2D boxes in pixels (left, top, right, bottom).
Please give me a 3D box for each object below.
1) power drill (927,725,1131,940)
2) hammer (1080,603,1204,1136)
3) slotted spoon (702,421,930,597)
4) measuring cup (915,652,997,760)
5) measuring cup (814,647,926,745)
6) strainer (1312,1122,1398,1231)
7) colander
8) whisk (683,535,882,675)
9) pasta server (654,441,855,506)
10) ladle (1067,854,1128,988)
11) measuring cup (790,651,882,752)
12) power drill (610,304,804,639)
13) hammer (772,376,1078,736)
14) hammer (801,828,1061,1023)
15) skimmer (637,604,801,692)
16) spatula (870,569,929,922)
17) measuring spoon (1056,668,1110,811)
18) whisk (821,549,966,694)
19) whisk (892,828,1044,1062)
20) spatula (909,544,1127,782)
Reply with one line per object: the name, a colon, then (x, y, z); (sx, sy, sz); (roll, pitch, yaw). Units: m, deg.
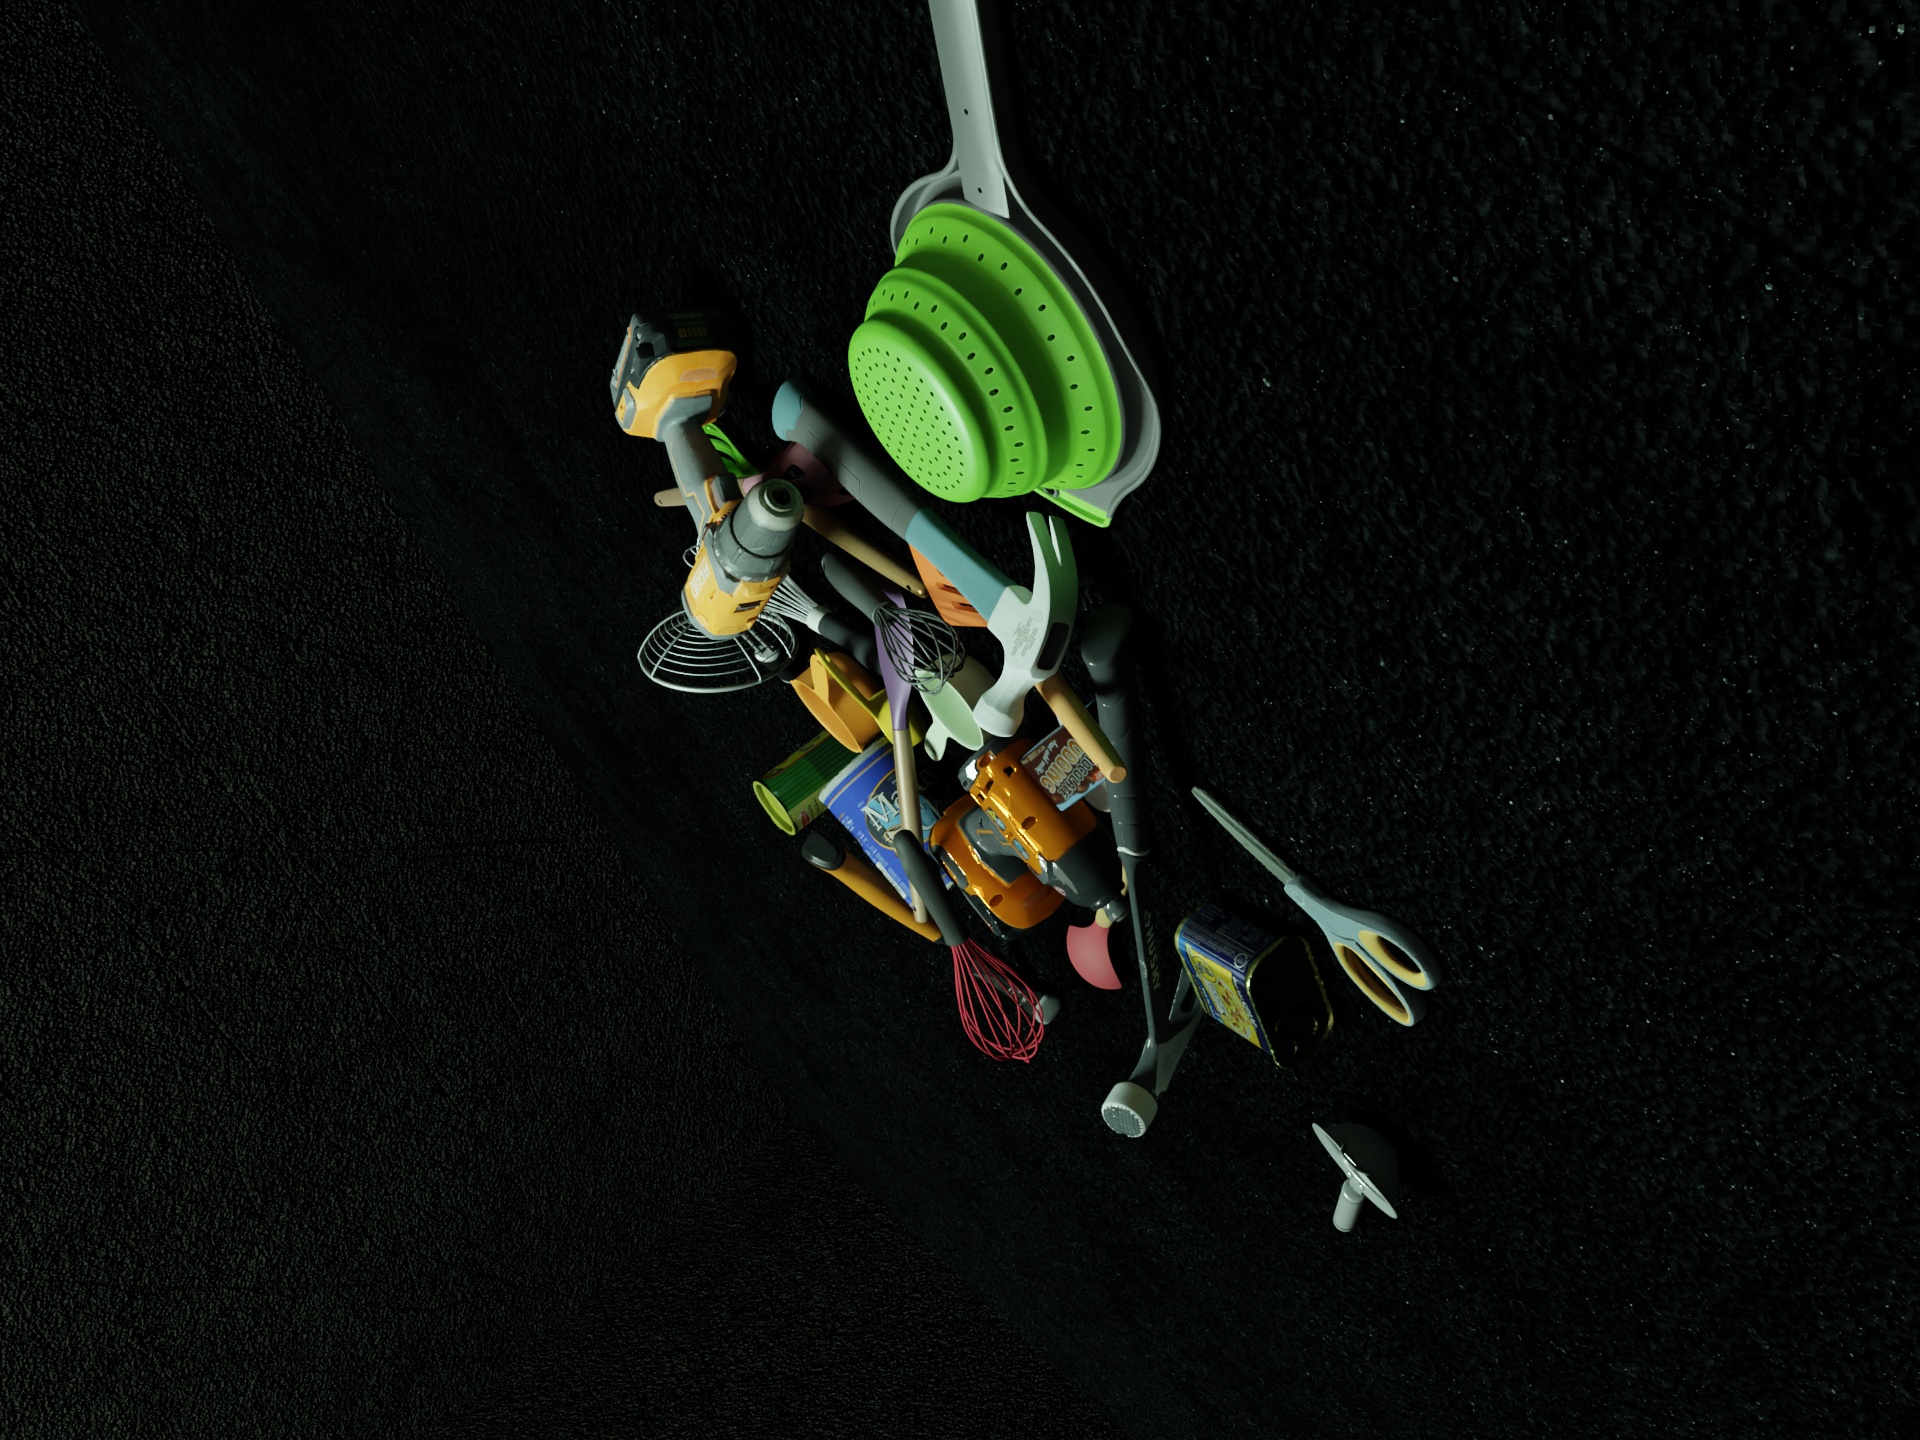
power drill: (0.056, 0.106, 1.257); (0.164, 0.084, 0.226); (50, 162, 7)
hammer: (0.125, 0.099, 1.093); (0.036, 0.149, 0.408); (12, 131, 29)
slotted spoon: (-0.131, -0.173, 1.284); (0.314, 0.031, 0.070); (36, 152, 33)
measuring cup: (-0.002, -0.004, 1.279); (0.083, 0.038, 0.167); (49, 162, 8)
measuring cup: (-0.073, -0.026, 1.335); (0.156, 0.029, 0.062); (47, -165, -51)
strainer: (0.305, 0.358, 1.225); (0.087, 0.050, 0.258); (48, 166, 28)
colander: (-0.007, -0.239, 0.802); (0.205, 0.094, 0.396); (37, 156, 35)
whisk: (-0.144, -0.100, 1.399); (0.285, 0.070, 0.070); (32, 153, 33)
pasta server: (-0.174, -0.190, 1.282); (0.316, 0.040, 0.060); (6, 123, 57)
ladle: (0.122, 0.152, 1.292); (0.069, 0.031, 0.315); (47, 158, 20)
measuring cup: (-0.103, -0.035, 1.399); (0.095, 0.052, 0.173); (44, 164, 15)
power drill: (-0.181, -0.193, 1.172); (0.185, 0.084, 0.226); (-43, 64, 60)
hammer: (-0.035, -0.136, 1.058); (0.331, 0.033, 0.128); (46, 118, 37)
hammer: (-0.037, 0.191, 1.524); (0.336, 0.034, 0.127); (41, 172, -39)
skimmer: (-0.184, -0.042, 1.406); (0.363, 0.127, 0.090); (61, -151, -81)
spatula: (-0.046, 0.029, 1.320); (0.060, 0.018, 0.315); (28, 130, 52)
measuring spoon: (0.088, 0.010, 1.145); (0.034, 0.018, 0.124); (2, 122, 47)
whisk: (-0.059, -0.084, 1.217); (0.239, 0.055, 0.055); (45, 163, 53)
whisk: (0.005, 0.200, 1.381); (0.073, 0.073, 0.295); (27, 151, 49)
spatula: (0.036, -0.040, 1.051); (0.081, 0.041, 0.323); (66, 176, -33)
